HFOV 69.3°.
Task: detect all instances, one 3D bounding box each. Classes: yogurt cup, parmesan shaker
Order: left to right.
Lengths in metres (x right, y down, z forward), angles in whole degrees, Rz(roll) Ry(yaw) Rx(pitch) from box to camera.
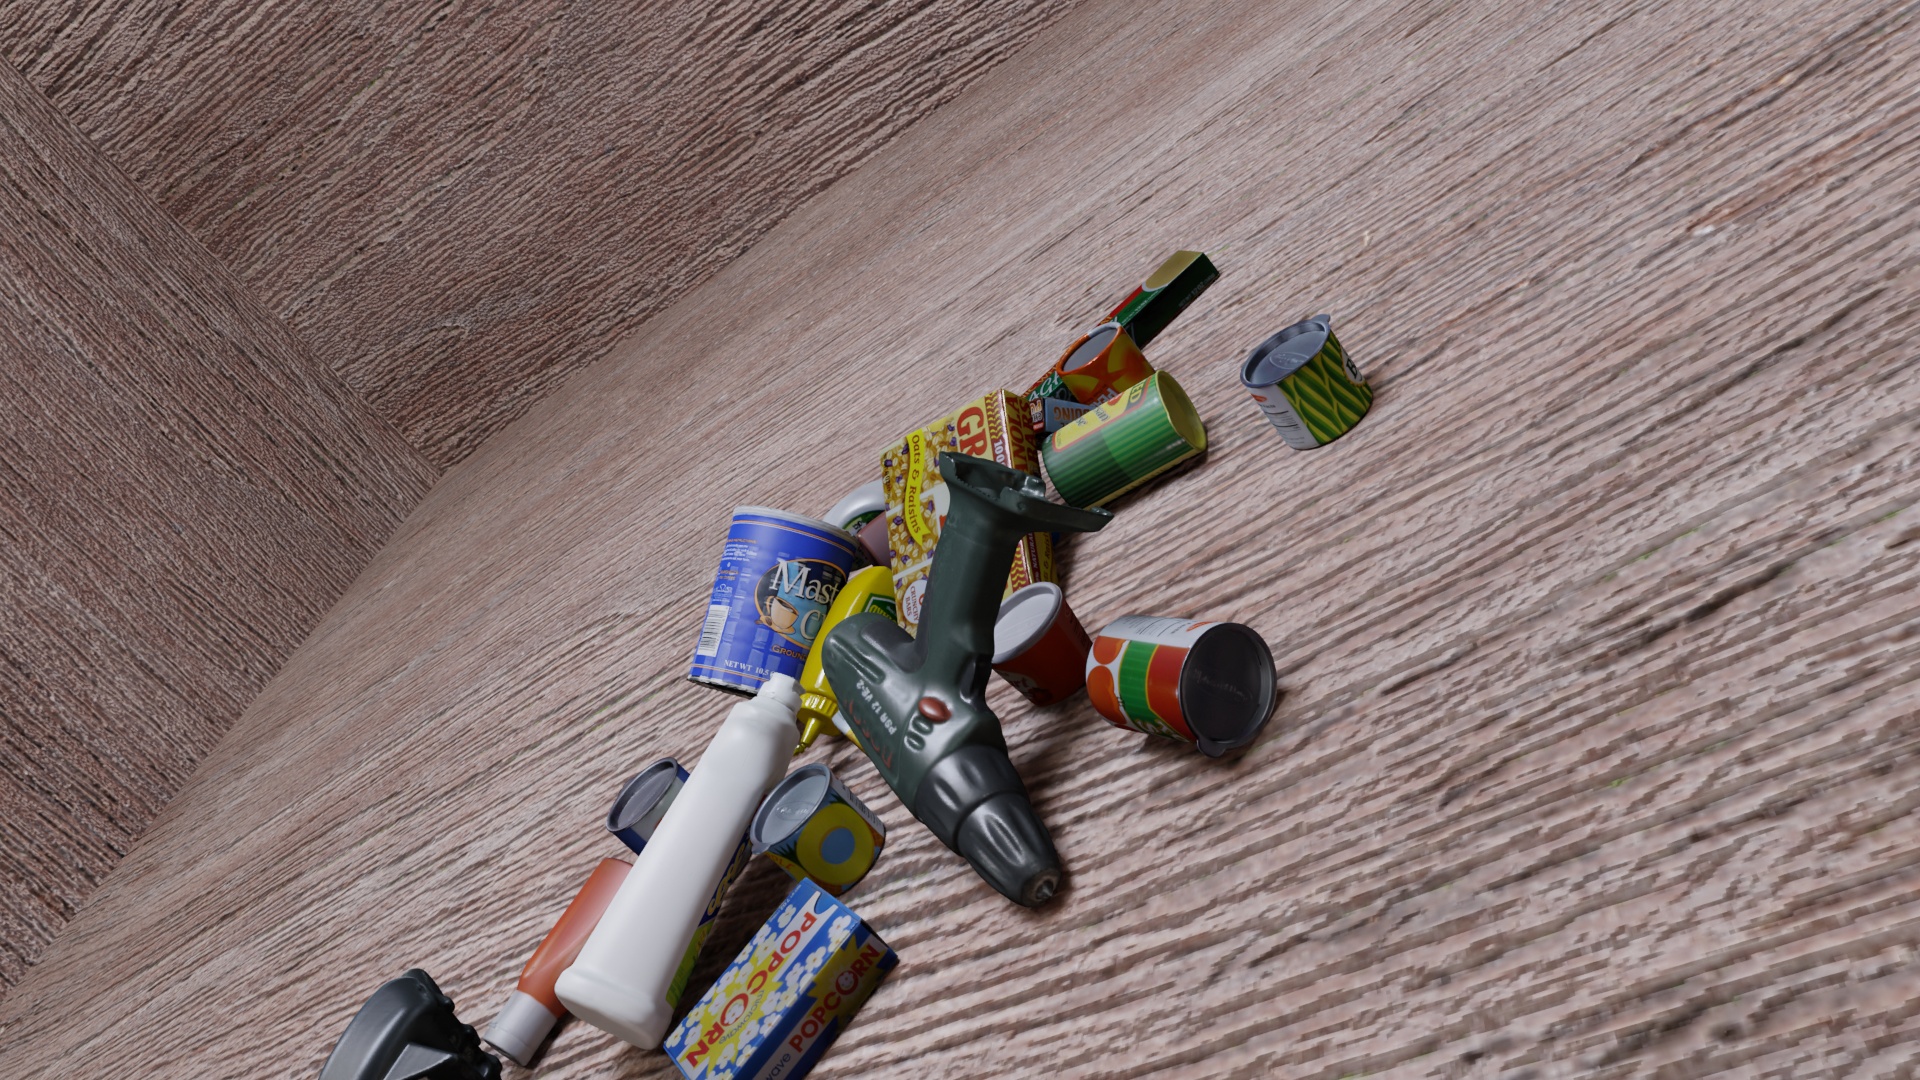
[{"bbox_3d":[0.050,0.068,0.884,0.072,0.054,0.073,-34,24,17],"label":"yogurt cup"},{"bbox_3d":[0.117,-0.070,1.010,0.103,0.071,0.072,-29,25,26],"label":"parmesan shaker"}]

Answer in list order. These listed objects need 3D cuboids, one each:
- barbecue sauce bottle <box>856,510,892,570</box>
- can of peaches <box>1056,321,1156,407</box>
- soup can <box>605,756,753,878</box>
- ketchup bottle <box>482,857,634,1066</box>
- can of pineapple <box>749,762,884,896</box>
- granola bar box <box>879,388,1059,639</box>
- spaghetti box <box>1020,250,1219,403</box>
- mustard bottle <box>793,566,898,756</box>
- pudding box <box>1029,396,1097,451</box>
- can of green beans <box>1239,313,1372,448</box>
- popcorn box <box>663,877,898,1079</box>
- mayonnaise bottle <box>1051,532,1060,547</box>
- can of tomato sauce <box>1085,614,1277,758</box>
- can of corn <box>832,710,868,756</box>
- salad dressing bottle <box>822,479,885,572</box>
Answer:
[{"bbox_3d":[-0.010,-0.022,1.138,0.149,0.065,0.043,-36,2,-12],"label":"barbecue sauce bottle"},{"bbox_3d":[0.119,-0.136,1.141,0.071,0.058,0.071,-33,23,17],"label":"can of peaches"},{"bbox_3d":[-0.200,0.205,0.989,0.071,0.083,0.072,-34,23,17],"label":"soup can"},{"bbox_3d":[-0.280,0.300,0.996,0.064,0.043,0.149,-12,36,51],"label":"ketchup bottle"},{"bbox_3d":[-0.092,0.187,0.887,0.071,0.057,0.071,-34,23,17],"label":"can of pineapple"},{"bbox_3d":[0.004,-0.013,1.017,0.124,0.039,0.166,-25,61,33],"label":"granola bar box"},{"bbox_3d":[0.123,-0.164,1.225,0.250,0.028,0.050,-43,22,-6],"label":"spaghetti box"},{"bbox_3d":[-0.084,0.096,1.040,0.048,0.065,0.161,-18,37,51],"label":"mustard bottle"},{"bbox_3d":[0.077,-0.089,1.092,0.049,0.084,0.030,-12,76,47],"label":"pudding box"},{"bbox_3d":[0.227,-0.102,0.911,0.071,0.057,0.071,-34,23,17],"label":"can of green beans"},{"bbox_3d":[-0.104,0.263,0.793,0.127,0.038,0.085,-49,23,-17],"label":"popcorn box"},{"bbox_3d":[0.023,-0.040,1.075,0.065,0.041,0.148,-33,46,-10],"label":"mayonnaise bottle"},{"bbox_3d":[0.117,0.077,0.751,0.071,0.071,0.083,-50,24,-21],"label":"can of tomato sauce"},{"bbox_3d":[-0.040,0.120,0.919,0.058,0.071,0.071,-48,23,-6],"label":"can of corn"},{"bbox_3d":[-0.107,0.009,1.178,0.147,0.064,0.044,-38,42,8],"label":"salad dressing bottle"}]
